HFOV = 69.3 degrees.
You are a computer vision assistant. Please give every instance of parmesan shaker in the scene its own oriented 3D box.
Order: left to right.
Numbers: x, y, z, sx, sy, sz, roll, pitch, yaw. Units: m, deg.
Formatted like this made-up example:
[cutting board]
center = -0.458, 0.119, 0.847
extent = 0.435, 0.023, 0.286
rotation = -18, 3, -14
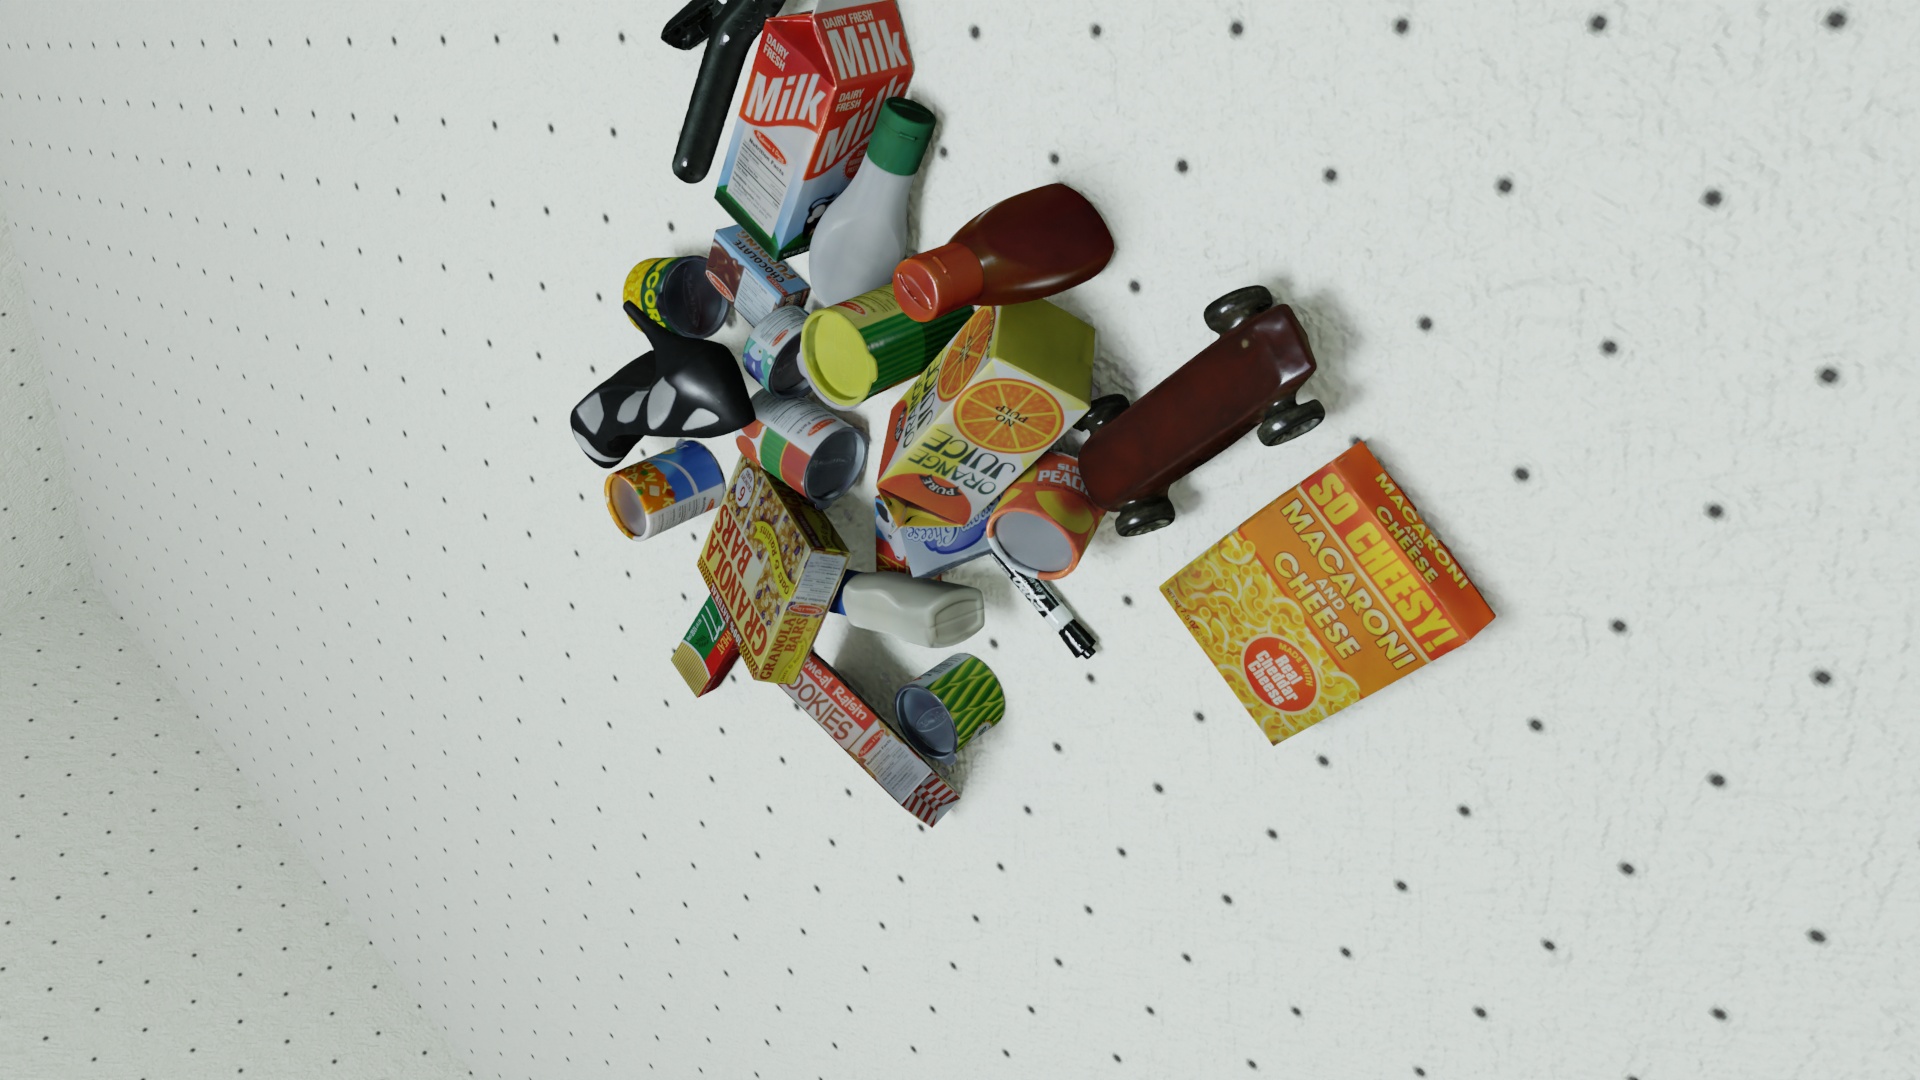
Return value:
[parmesan shaker]
center = -0.045, -0.137, 0.935
extent = 0.071, 0.103, 0.071
rotation = 24, 128, 35

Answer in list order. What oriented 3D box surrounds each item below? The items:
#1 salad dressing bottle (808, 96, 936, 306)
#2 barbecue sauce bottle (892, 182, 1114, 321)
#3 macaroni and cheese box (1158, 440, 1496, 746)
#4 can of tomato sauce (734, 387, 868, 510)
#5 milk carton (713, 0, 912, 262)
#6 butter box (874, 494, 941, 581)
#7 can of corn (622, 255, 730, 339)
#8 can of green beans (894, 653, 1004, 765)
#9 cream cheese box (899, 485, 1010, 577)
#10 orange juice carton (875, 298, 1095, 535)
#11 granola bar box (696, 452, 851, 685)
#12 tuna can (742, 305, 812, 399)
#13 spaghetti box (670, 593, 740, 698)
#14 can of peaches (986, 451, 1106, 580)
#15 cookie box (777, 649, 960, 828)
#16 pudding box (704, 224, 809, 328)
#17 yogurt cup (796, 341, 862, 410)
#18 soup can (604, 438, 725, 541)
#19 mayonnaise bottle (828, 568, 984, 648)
[salad dressing bottle]
center = -0.058, -0.225, 0.936
extent = 0.044, 0.064, 0.146
rotation = -96, 26, -48
[barbecue sauce bottle]
center = 0.024, -0.165, 0.811
extent = 0.065, 0.149, 0.043
rotation = 51, 138, 10
[macaroni and cheese box]
center = 0.210, 0.035, 0.820
extent = 0.124, 0.040, 0.165
rotation = 55, 140, 7
[can of tomato sauce]
center = -0.125, -0.074, 1.082
extent = 0.083, 0.071, 0.070
rotation = 33, 132, 30
[milk carton]
center = -0.095, -0.285, 0.925
extent = 0.073, 0.073, 0.189
rotation = 47, 139, 15
[butter box]
center = -0.041, 0.015, 1.079
extent = 0.053, 0.024, 0.103
rotation = 25, 128, 35
[can of corn]
center = -0.231, -0.195, 1.118
extent = 0.058, 0.071, 0.071
rotation = 9, 118, 44
[can of green beans]
center = -0.008, 0.130, 1.086
extent = 0.071, 0.058, 0.071
rotation = 24, 128, 35
[cream cheese box]
center = 0.004, -0.012, 0.992
extent = 0.103, 0.024, 0.053
rotation = -22, 80, 36
[orange juice carton]
center = 0.005, -0.076, 0.914
extent = 0.073, 0.072, 0.191
rotation = 24, 140, -21
[granola bar box]
center = -0.152, 0.016, 1.107
extent = 0.166, 0.039, 0.123
rotation = 52, 124, 49
[tuna can]
center = -0.129, -0.141, 1.050
extent = 0.033, 0.071, 0.070
rotation = 40, 136, 23
[spaghetti box]
center = -0.211, 0.068, 1.282
extent = 0.050, 0.029, 0.248
rotation = 52, 139, 11
[can of peaches]
center = 0.059, -0.017, 0.916
extent = 0.071, 0.058, 0.070
rotation = 19, 140, 17
[cookie box]
center = -0.080, 0.157, 1.145
extent = 0.168, 0.040, 0.122
rotation = 41, 173, 21
[pudding box]
center = -0.158, -0.200, 1.072
extent = 0.084, 0.030, 0.049
rotation = 45, 139, 18
[yogurt cup]
center = -0.074, -0.134, 1.004
extent = 0.072, 0.054, 0.072
rotation = 24, 128, 35
[soup can]
center = -0.263, -0.046, 1.227
extent = 0.071, 0.084, 0.071
rotation = 24, 128, 36
[mayonnaise bottle]
center = -0.052, 0.047, 1.042
extent = 0.148, 0.065, 0.041
rotation = 9, 110, 47
